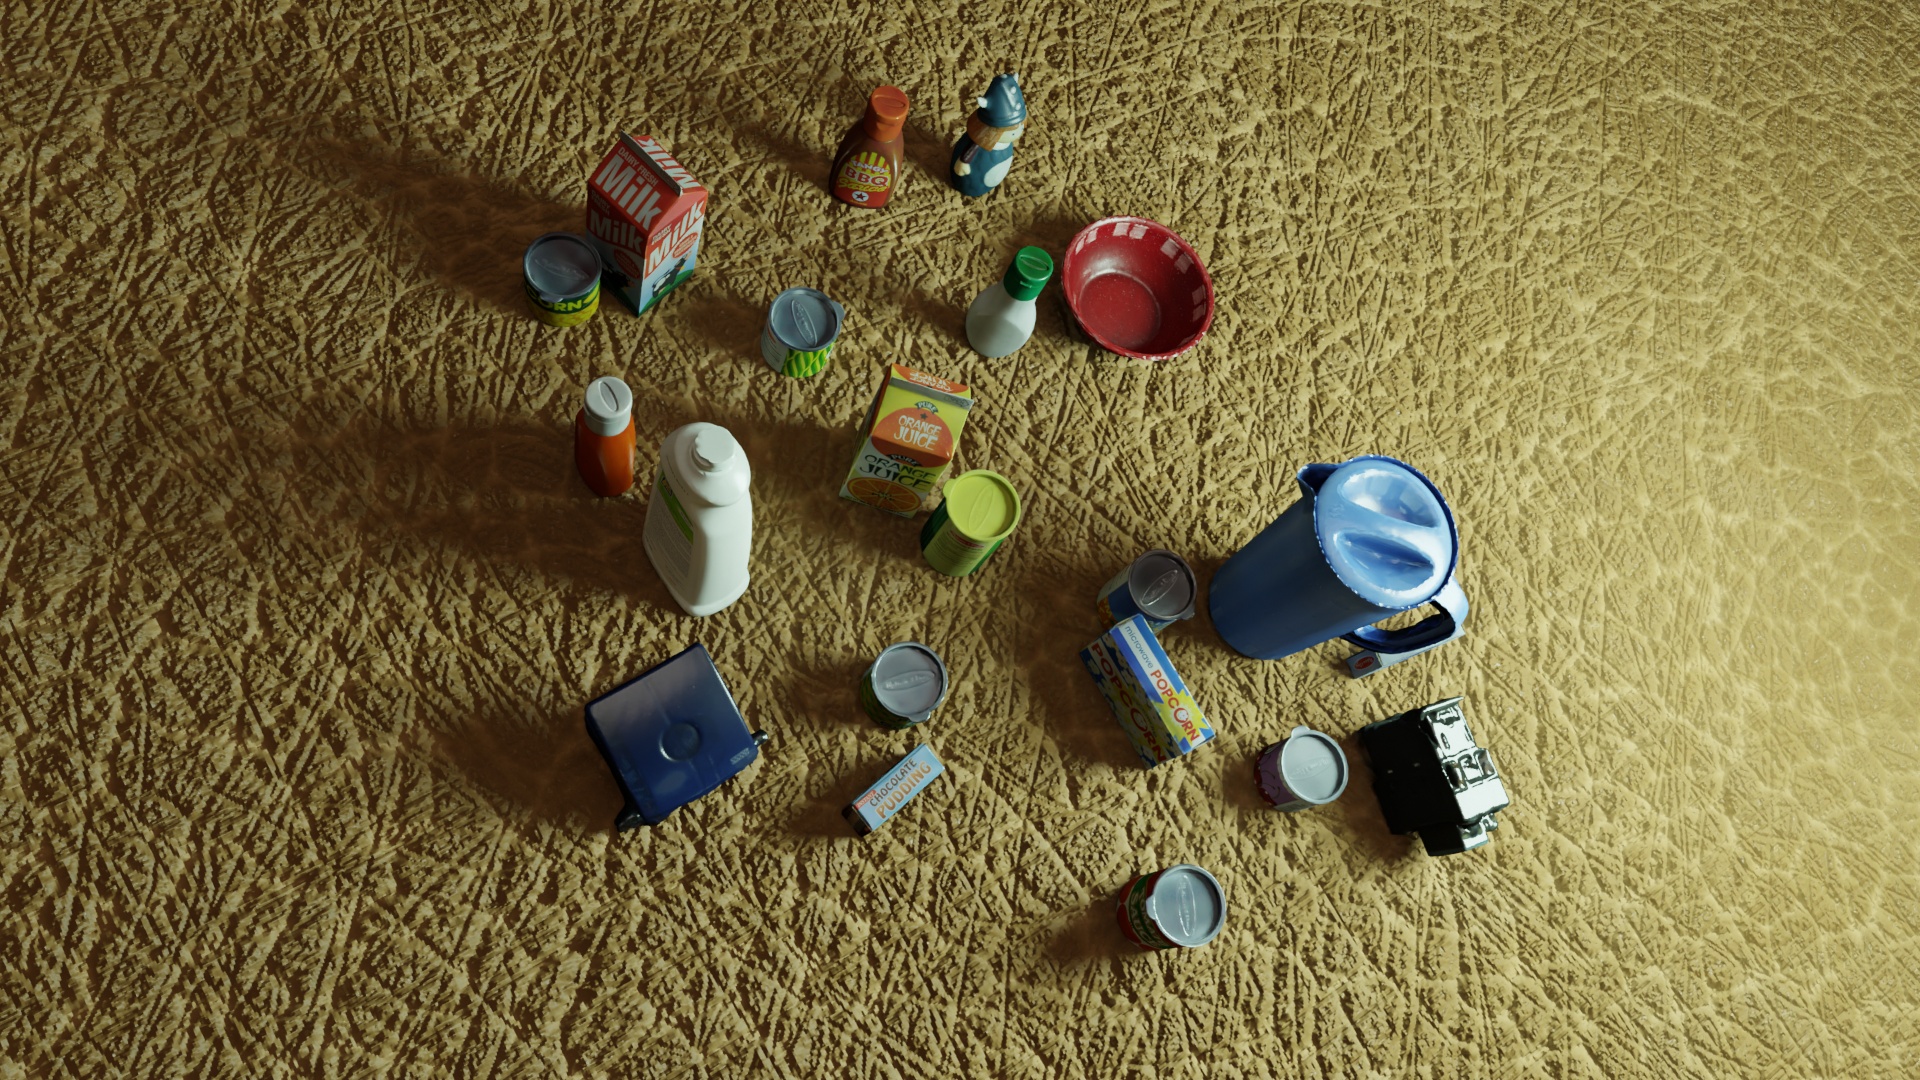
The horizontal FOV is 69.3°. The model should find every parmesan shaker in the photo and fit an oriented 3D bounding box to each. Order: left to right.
[{"bbox_3d":[0.004,-0.015,1.235,0.071,0.102,0.071,5,70,-14],"label":"parmesan shaker"}]

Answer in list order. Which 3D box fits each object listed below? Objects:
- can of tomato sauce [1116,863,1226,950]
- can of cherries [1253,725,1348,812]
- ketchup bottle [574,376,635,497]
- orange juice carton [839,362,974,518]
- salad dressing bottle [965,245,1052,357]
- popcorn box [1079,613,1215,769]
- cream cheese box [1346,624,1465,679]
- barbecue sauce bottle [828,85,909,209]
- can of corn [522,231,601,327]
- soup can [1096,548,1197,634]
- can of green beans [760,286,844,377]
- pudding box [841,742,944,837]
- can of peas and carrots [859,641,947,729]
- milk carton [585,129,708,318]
[{"bbox_3d":[0.175,0.313,1.176,0.071,0.082,0.071,5,70,-14],"label":"can of tomato sauce"},{"bbox_3d":[0.308,0.208,1.265,0.071,0.058,0.071,5,70,-14],"label":"can of cherries"},{"bbox_3d":[-0.295,-0.088,1.151,0.044,0.148,0.065,-25,80,-22],"label":"ketchup bottle"},{"bbox_3d":[-0.046,-0.091,1.199,0.072,0.192,0.073,17,68,-9],"label":"orange juice carton"},{"bbox_3d":[0.047,-0.222,1.297,0.064,0.147,0.044,22,67,-7],"label":"salad dressing bottle"},{"bbox_3d":[0.164,0.135,1.236,0.038,0.085,0.127,-27,80,-22],"label":"popcorn box"},{"bbox_3d":[0.429,0.102,1.341,0.104,0.053,0.024,-18,77,-21],"label":"cream cheese box"},{"bbox_3d":[-0.082,-0.371,1.314,0.065,0.148,0.044,12,69,-11],"label":"barbecue sauce bottle"},{"bbox_3d":[-0.355,-0.229,1.234,0.071,0.058,0.071,5,70,-14],"label":"can of corn"},{"bbox_3d":[0.171,0.054,1.268,0.071,0.083,0.071,5,70,-14],"label":"soup can"},{"bbox_3d":[-0.148,-0.191,1.280,0.071,0.057,0.071,5,70,-14],"label":"can of green beans"},{"bbox_3d":[-0.057,0.209,1.166,0.084,0.049,0.030,-38,85,-24],"label":"pudding box"},{"bbox_3d":[-0.049,0.128,1.193,0.071,0.058,0.071,5,70,-14],"label":"can of peas and carrots"},{"bbox_3d":[-0.273,-0.278,1.203,0.072,0.189,0.074,43,66,2],"label":"milk carton"}]
